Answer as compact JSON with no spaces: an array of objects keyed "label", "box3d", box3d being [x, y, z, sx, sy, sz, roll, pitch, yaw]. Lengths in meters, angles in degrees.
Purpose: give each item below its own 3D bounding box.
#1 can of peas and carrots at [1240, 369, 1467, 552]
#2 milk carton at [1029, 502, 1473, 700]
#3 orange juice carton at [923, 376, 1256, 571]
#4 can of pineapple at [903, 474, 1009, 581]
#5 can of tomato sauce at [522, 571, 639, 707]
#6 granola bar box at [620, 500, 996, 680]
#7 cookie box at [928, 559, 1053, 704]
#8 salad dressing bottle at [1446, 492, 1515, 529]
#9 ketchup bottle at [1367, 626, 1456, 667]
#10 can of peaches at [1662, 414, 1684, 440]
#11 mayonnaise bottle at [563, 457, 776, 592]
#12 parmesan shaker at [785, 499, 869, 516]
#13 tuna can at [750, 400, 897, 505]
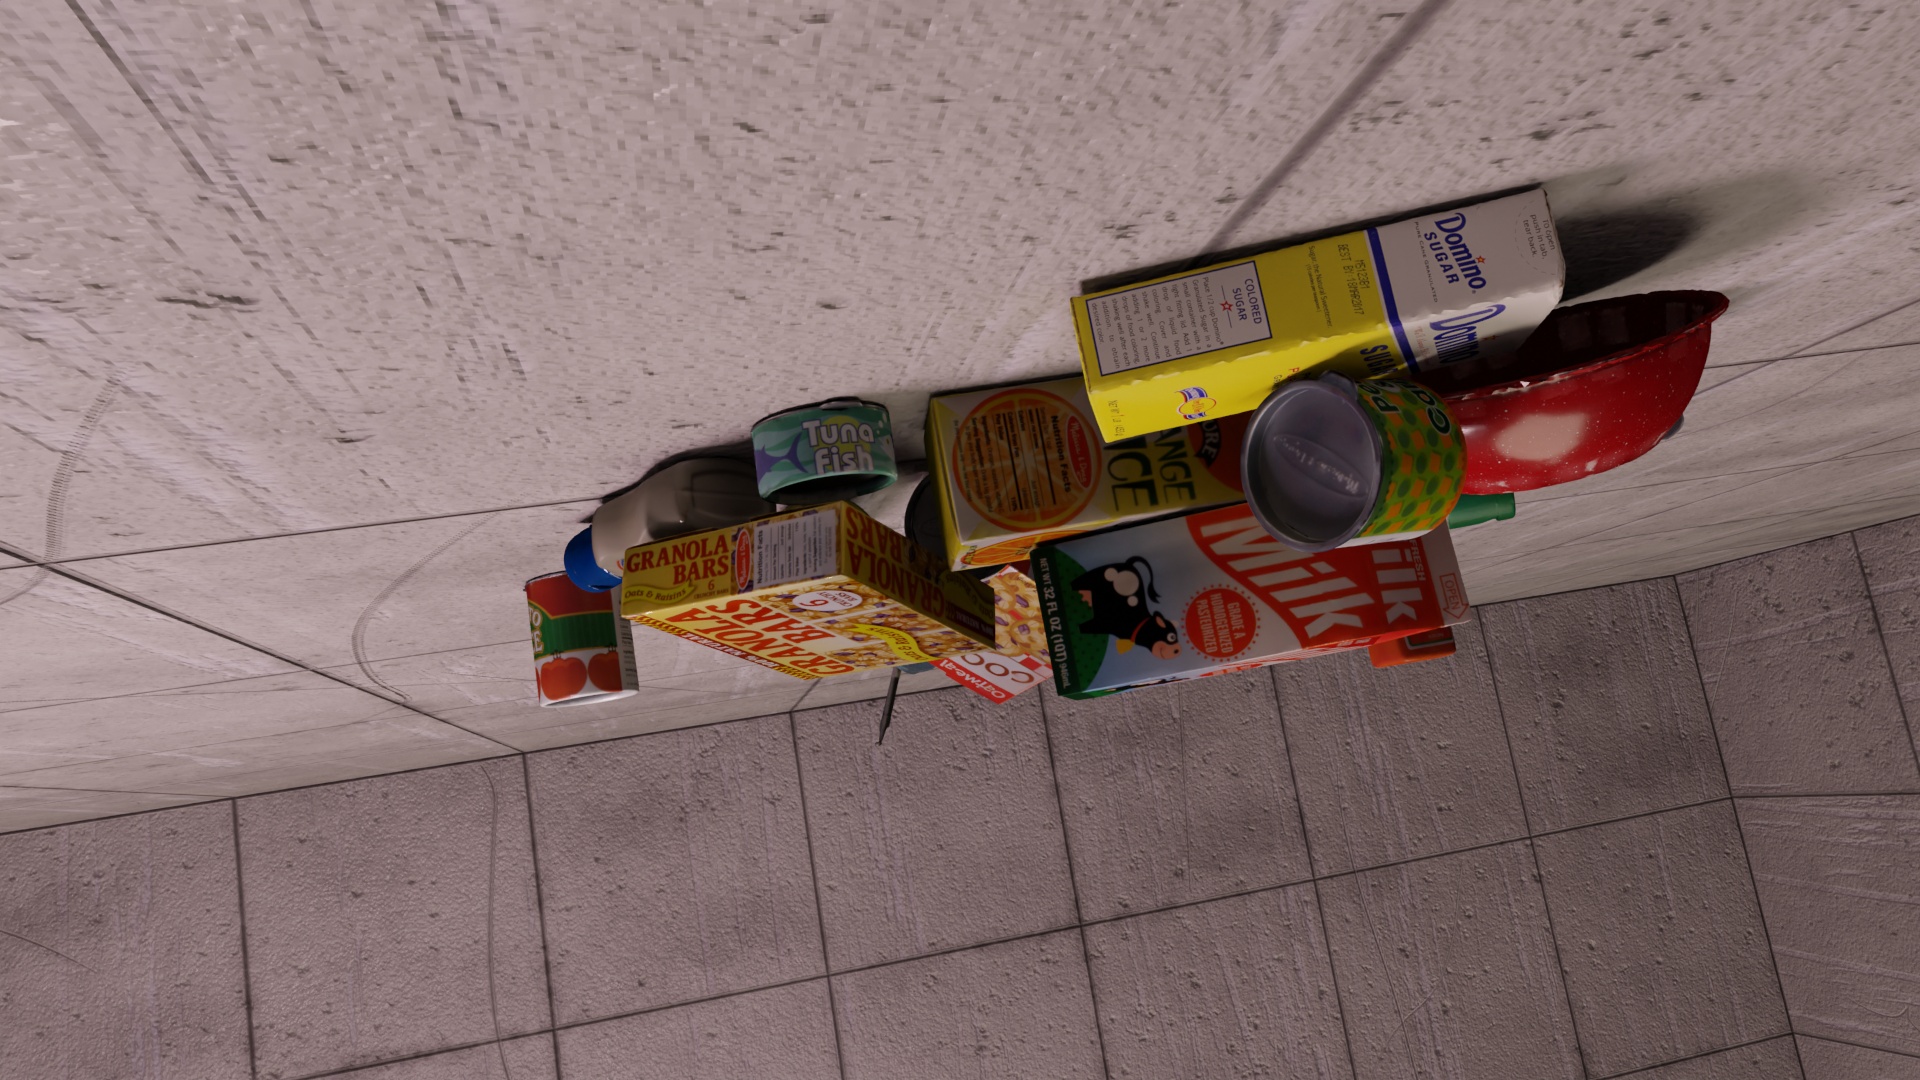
[{"label":"can of peas and carrots","box3d":[0.154,-0.033,0.542,0.059,0.071,0.070,-5,170,-38]},{"label":"milk carton","box3d":[0.136,0.023,0.655,0.190,0.072,0.073,-13,169,9]},{"label":"orange juice carton","box3d":[0.083,-0.040,0.673,0.193,0.073,0.071,-9,169,-7]},{"label":"can of pineapple","box3d":[0.003,-0.010,0.789,0.071,0.071,0.058,-10,176,0]},{"label":"can of tomato sauce","box3d":[-0.256,0.067,0.935,0.071,0.083,0.071,-10,170,-2]},{"label":"granola bar box","box3d":[-0.071,0.030,0.710,0.124,0.039,0.165,-11,159,24]},{"label":"cookie box","box3d":[0.024,0.052,0.994,0.123,0.040,0.166,33,145,-15]},{"label":"salad dressing bottle","box3d":[0.246,-0.017,0.818,0.147,0.044,0.064,-12,172,15]},{"label":"ketchup bottle","box3d":[0.296,0.011,0.958,0.065,0.149,0.043,-4,168,-34]},{"label":"can of peaches","box3d":[0.338,-0.076,0.722,0.071,0.071,0.058,-12,171,14]},{"label":"mayonnaise bottle","box3d":[-0.160,-0.005,0.731,0.065,0.041,0.147,4,163,-41]},{"label":"parmesan shaker","box3d":[-0.088,0.016,0.850,0.071,0.071,0.103,-7,170,-17]},{"label":"tuna can","box3d":[-0.062,-0.040,0.648,0.071,0.033,0.071,-9,171,-1]}]
